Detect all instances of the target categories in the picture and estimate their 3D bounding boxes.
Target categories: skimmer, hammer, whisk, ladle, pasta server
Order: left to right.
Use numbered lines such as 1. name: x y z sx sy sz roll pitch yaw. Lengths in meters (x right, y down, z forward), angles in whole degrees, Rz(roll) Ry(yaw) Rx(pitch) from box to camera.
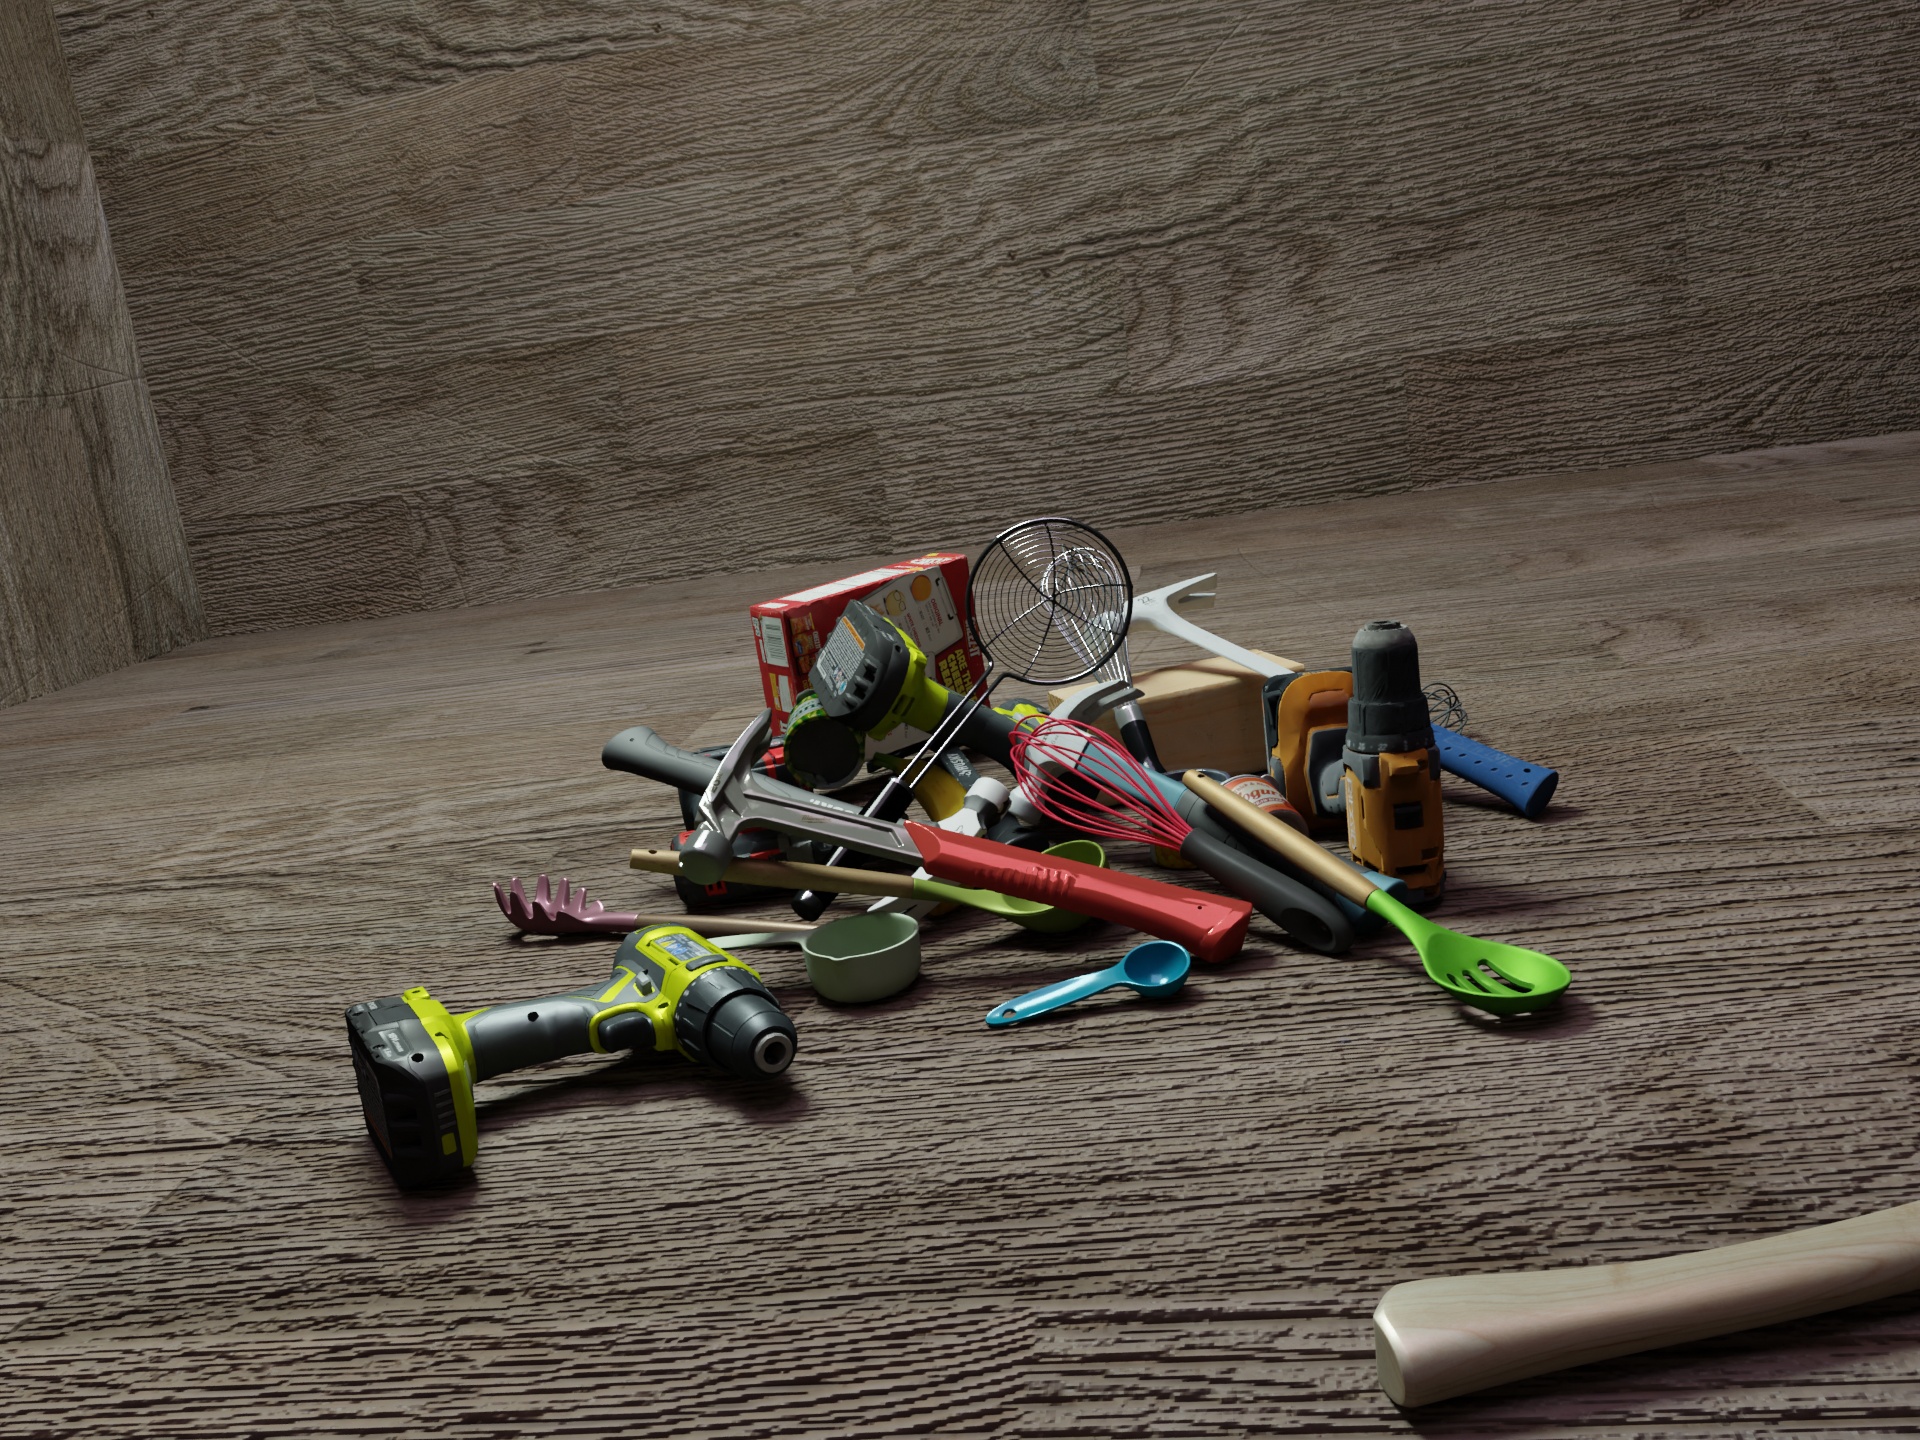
1. pasta server: -0.214 0.143 1.170 0.316 0.040 0.060 0 5 27
2. hammer: -0.139 0.065 1.200 0.335 0.035 0.146 15 49 28
3. ladle: -0.056 0.098 1.058 0.320 0.062 0.078 7 20 -10
4. skimmer: -0.002 -0.004 1.146 0.363 0.127 0.090 -51 -1 -32
5. hammer: 0.008 0.060 1.393 0.149 0.036 0.409 -11 14 -7
6. hammer: 0.009 0.084 1.029 0.359 0.036 0.149 13 41 9
7. whisk: 0.129 -0.027 1.297 0.070 0.285 0.070 -13 -29 -7
8. whisk: 0.139 0.073 1.062 0.073 0.073 0.296 -19 39 -40
9. hammer: 0.166 0.066 1.107 0.033 0.128 0.331 26 1 -44
10. hammer: 0.296 -0.026 1.297 0.144 0.035 0.406 -27 41 -34
11. whisk: 0.354 0.022 1.322 0.055 0.055 0.239 5 22 44
12. hammer: 0.357 0.202 0.594 0.410 0.038 0.146 -10 15 -7

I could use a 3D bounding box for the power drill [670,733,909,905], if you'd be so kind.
1. power drill: -0.148 0.080 1.319 0.188 0.080 0.227 -10 16 -9

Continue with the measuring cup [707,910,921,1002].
1. measuring cup: -0.105 0.159 1.044 0.167 0.038 0.083 -6 13 19

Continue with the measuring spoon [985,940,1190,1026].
1. measuring spoon: 0.078 0.167 0.957 0.128 0.021 0.042 -18 29 -2

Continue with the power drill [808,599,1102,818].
1. power drill: -0.005 -0.009 1.295 0.223 0.080 0.171 26 12 -24

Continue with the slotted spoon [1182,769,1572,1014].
1. slotted spoon: 0.237 0.098 0.971 0.070 0.031 0.314 -13 29 -28

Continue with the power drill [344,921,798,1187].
1. power drill: -0.219 0.186 0.916 0.228 0.080 0.191 -13 14 -29

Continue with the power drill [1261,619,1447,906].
1. power drill: 0.275 0.013 1.113 0.084 0.185 0.226 -7 10 -2
